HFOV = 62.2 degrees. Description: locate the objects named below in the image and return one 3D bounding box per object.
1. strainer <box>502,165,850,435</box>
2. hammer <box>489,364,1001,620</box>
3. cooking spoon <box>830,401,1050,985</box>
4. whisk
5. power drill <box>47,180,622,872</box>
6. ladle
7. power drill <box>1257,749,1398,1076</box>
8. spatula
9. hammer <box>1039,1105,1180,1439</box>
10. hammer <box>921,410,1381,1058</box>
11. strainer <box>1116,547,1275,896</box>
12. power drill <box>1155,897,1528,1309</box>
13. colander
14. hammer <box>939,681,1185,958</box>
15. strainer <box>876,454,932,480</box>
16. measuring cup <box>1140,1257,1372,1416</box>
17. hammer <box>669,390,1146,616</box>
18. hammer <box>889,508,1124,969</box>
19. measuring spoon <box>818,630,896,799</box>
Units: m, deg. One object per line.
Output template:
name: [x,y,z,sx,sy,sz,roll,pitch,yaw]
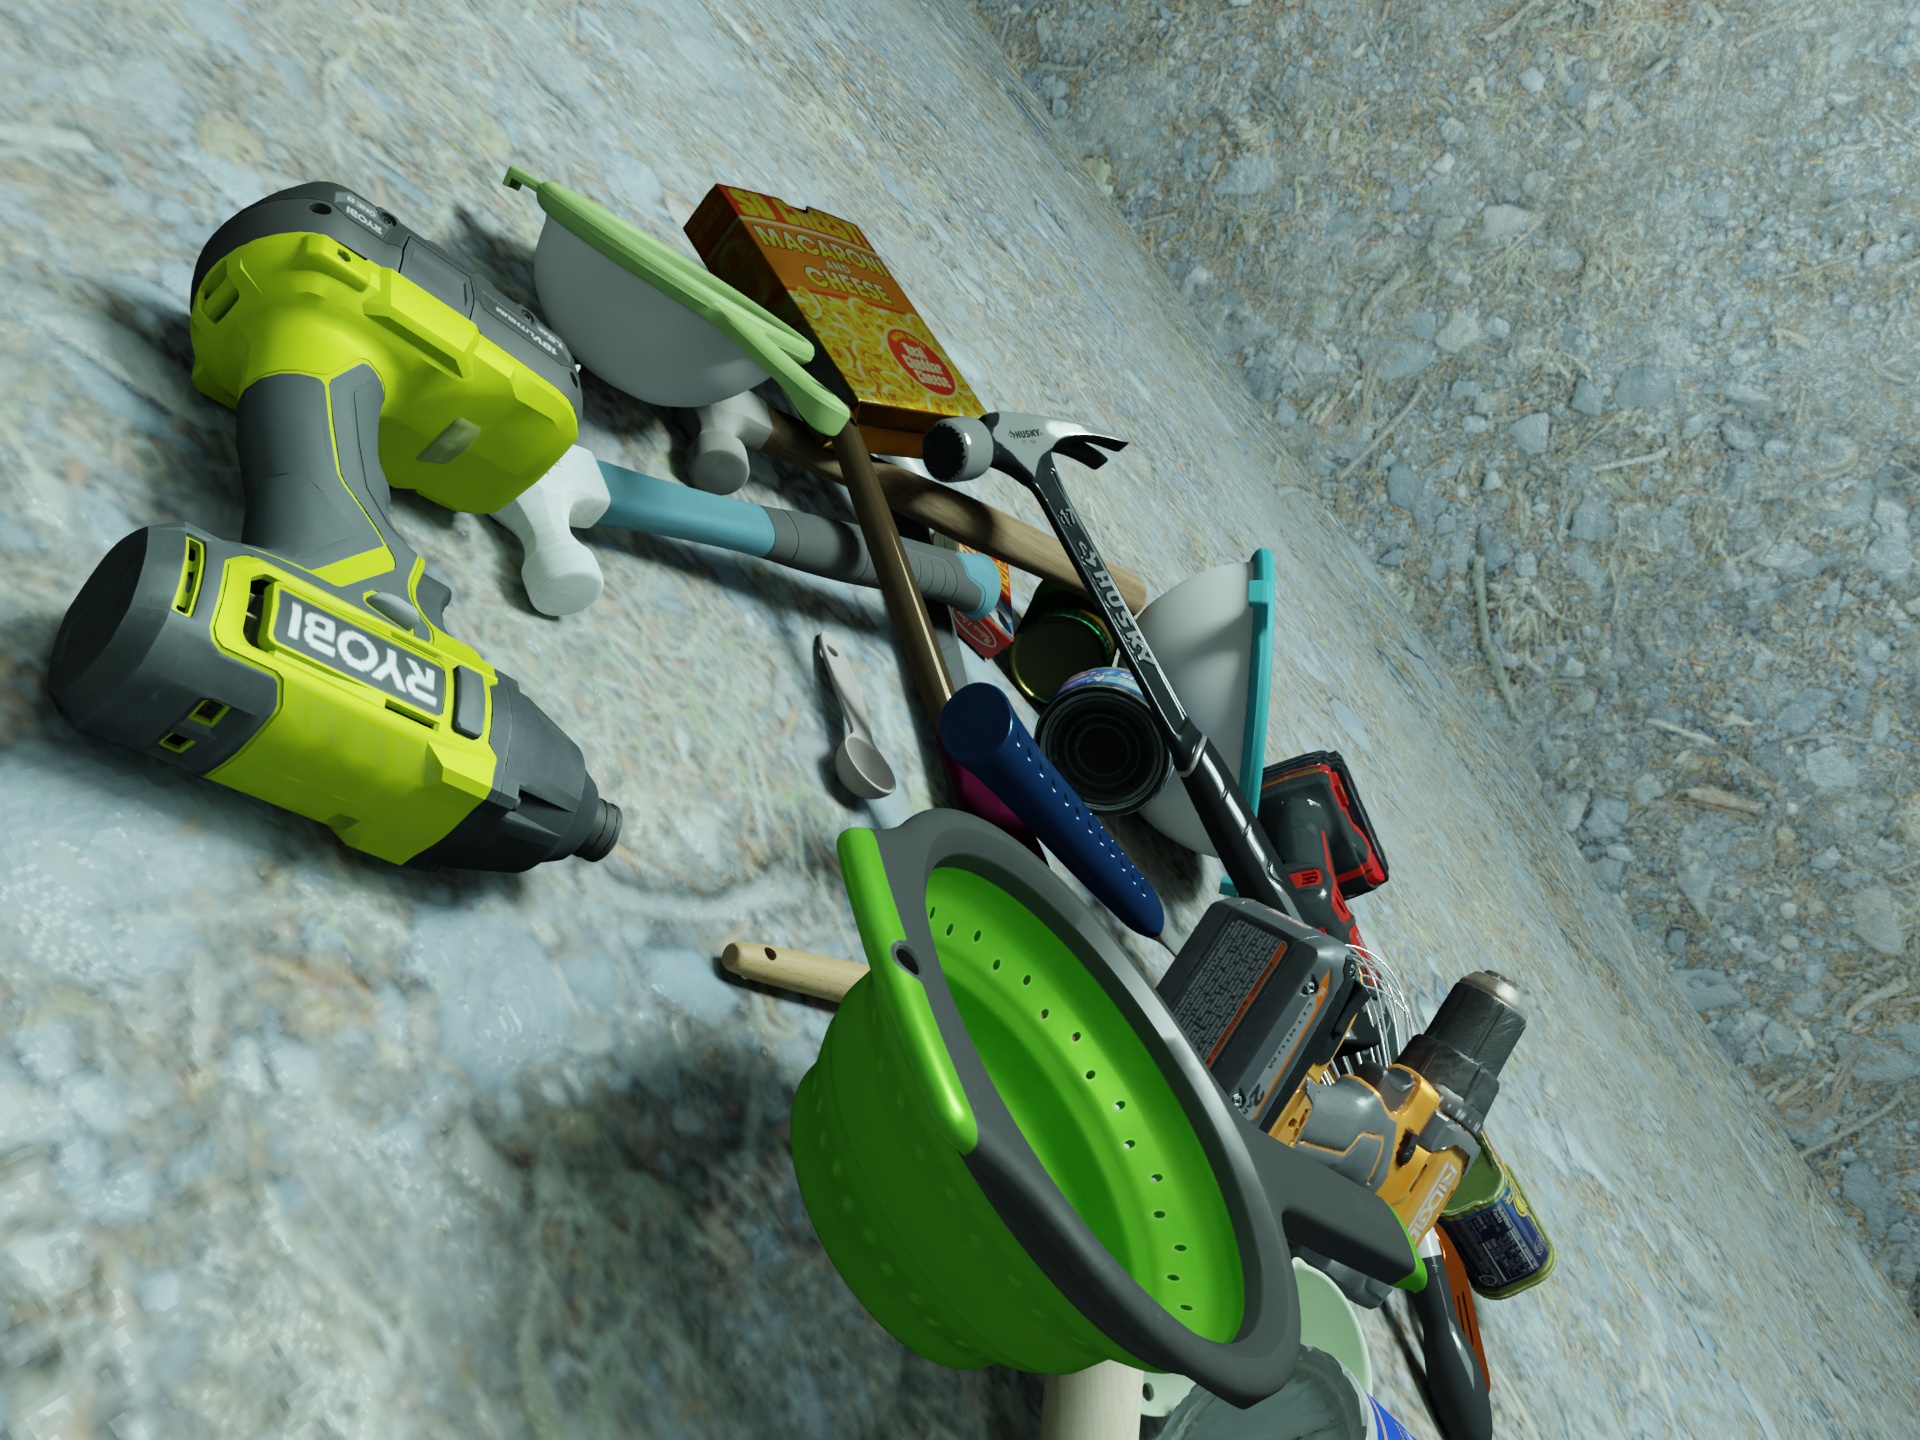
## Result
strainer: [-0.126,-0.168,0.743,0.151,0.069,0.257,23,16,-42]
hammer: [-0.088,-0.088,0.770,0.330,0.033,0.128,8,48,-52]
cooking spoon: [-0.012,-0.018,0.757,0.068,0.017,0.319,8,57,-54]
whisk: [0.250,0.265,0.905,0.070,0.070,0.285,21,52,-53]
power drill: [-0.186,-0.058,0.524,0.171,0.080,0.223,32,34,-41]
ladle: [0.011,0.130,0.704,0.315,0.031,0.069,24,36,-48]
power drill: [0.254,0.142,1.089,0.187,0.080,0.227,62,20,-20]
spatula: [0.234,0.257,0.968,0.081,0.041,0.323,15,40,-59]
hammer: [0.030,0.270,0.503,0.146,0.038,0.411,34,29,-13]
hammer: [0.122,0.002,0.892,0.149,0.036,0.409,-17,76,-47]
strainer: [0.154,-0.024,1.095,0.340,0.095,0.211,-64,157,-75]
power drill: [0.191,0.171,0.782,0.226,0.185,0.084,42,-11,-37]
colander: [0.059,0.172,0.568,0.396,0.094,0.205,37,22,-45]
hammer: [0.102,0.108,0.808,0.405,0.035,0.144,47,21,-46]
strainer: [-0.081,-0.214,1.009,0.258,0.050,0.087,50,29,-24]
measuring cup: [0.114,0.279,0.679,0.167,0.038,0.083,11,58,-42]
hammer: [-0.019,-0.128,0.927,0.331,0.031,0.130,20,36,-34]
hammer: [-0.001,-0.003,0.861,0.146,0.035,0.335,34,29,-39]
measuring spoon: [-0.058,-0.003,0.781,0.034,0.018,0.124,36,21,-37]
